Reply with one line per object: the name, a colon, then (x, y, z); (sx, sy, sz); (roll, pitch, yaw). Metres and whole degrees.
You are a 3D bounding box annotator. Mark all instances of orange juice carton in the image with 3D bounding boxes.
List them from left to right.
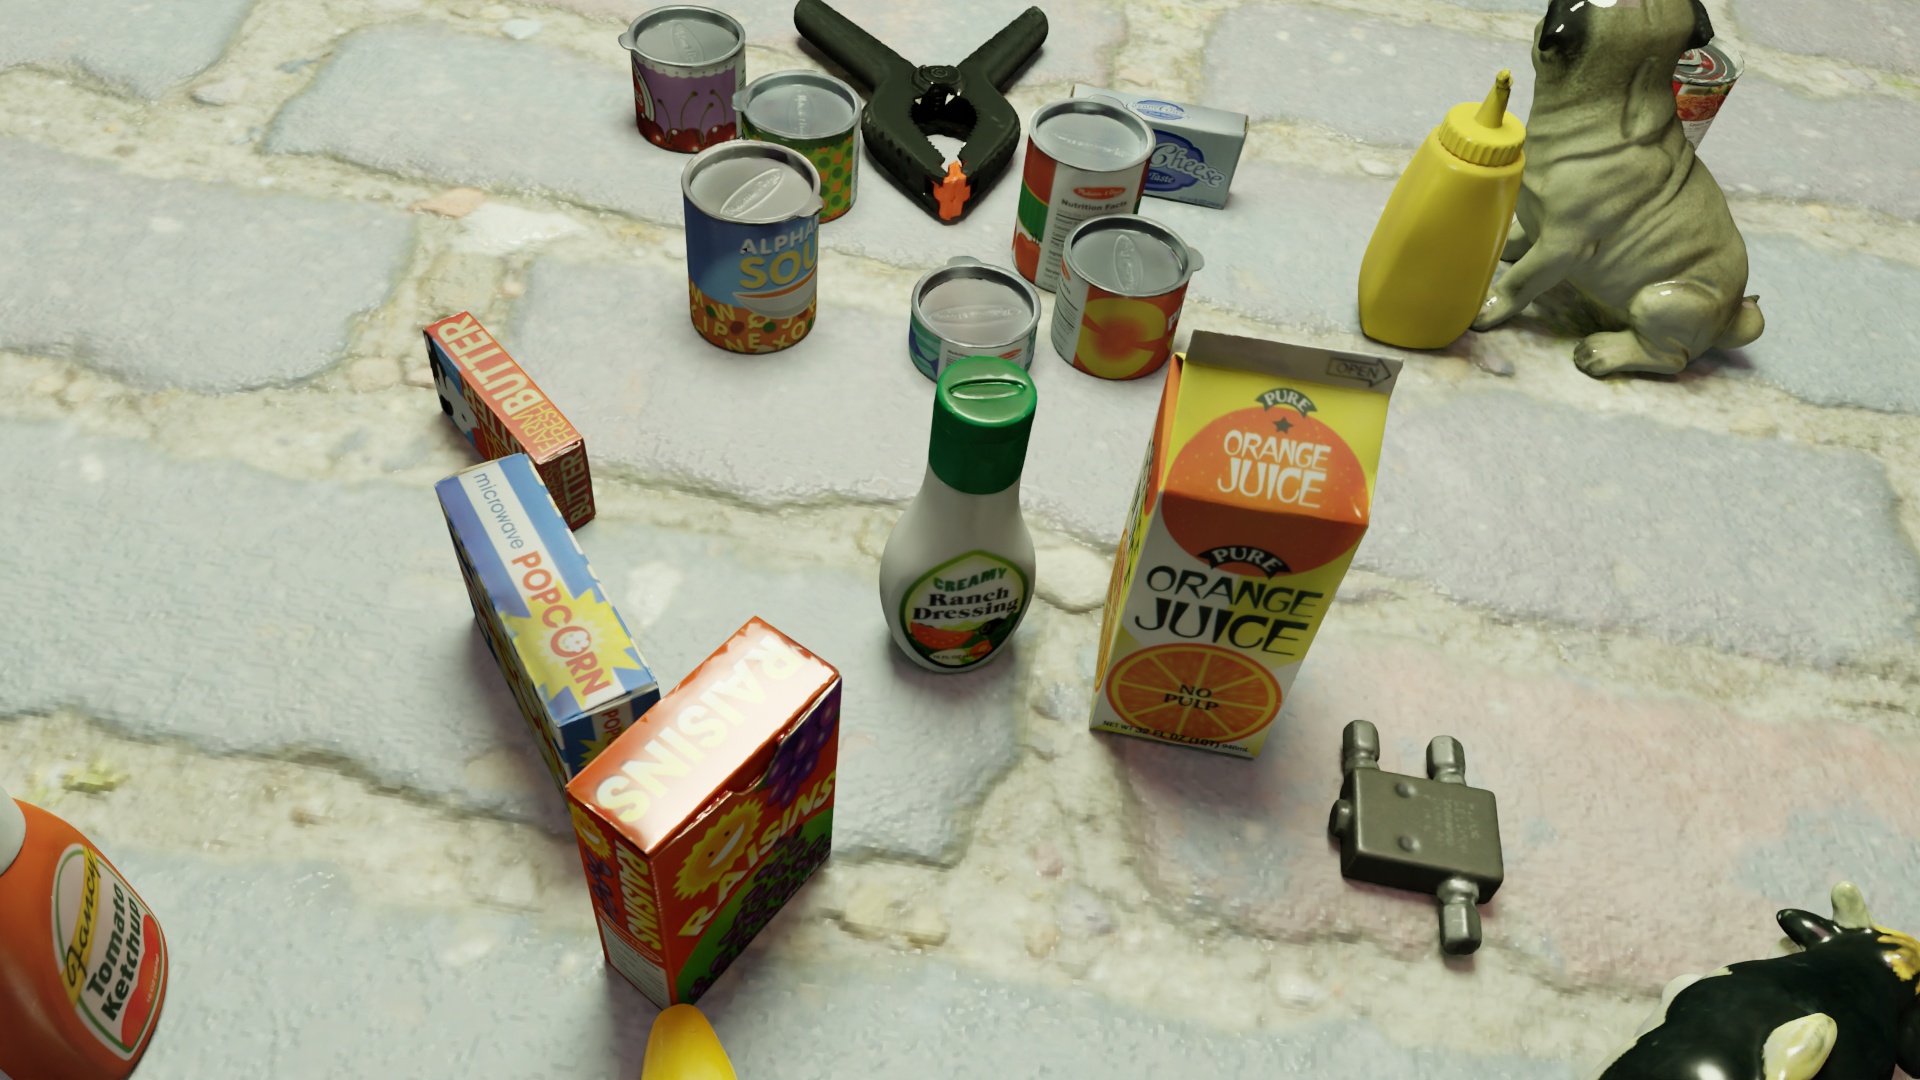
orange juice carton: (0.101, -0.003, 0.524); (0.072, 0.191, 0.073); (10, 49, 2)

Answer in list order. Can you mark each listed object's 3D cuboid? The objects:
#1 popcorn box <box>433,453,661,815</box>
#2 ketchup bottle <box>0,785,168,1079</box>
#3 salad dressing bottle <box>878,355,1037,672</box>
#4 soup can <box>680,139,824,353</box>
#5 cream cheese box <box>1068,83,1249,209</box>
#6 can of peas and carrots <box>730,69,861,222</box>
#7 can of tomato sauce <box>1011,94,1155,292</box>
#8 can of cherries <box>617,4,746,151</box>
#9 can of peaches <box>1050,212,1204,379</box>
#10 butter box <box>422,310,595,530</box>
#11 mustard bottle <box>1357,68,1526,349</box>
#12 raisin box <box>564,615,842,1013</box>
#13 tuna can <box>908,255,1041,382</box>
popcorn box: (-0.153, 0.039, 0.526); (0.038, 0.084, 0.127); (-23, 56, -24)
ketchup bottle: (-0.282, 0.108, 0.409); (0.043, 0.148, 0.065); (-4, 50, -11)
salad dressing bottle: (0.002, -0.007, 0.545); (0.064, 0.146, 0.044); (-4, 50, -11)
soup can: (-0.101, -0.144, 0.692); (0.071, 0.083, 0.072); (4, 49, -4)
cream cheese box: (0.111, -0.230, 0.812); (0.104, 0.053, 0.024); (11, 49, 3)
can of peas and carrots: (-0.091, -0.219, 0.773); (0.071, 0.058, 0.071); (4, 49, -4)
can of tomato sauce: (0.064, -0.186, 0.749); (0.071, 0.082, 0.071); (4, 49, -4)
can of cherries: (-0.160, -0.268, 0.808); (0.071, 0.058, 0.072); (4, 49, -4)
can of peaches: (0.084, -0.125, 0.716); (0.071, 0.057, 0.071); (4, 49, -4)
butter box: (-0.201, -0.052, 0.620); (0.024, 0.052, 0.104); (-31, 59, -29)
mustard bottle: (0.252, -0.170, 0.708); (0.065, 0.159, 0.049); (10, 49, 1)
raisin box: (-0.082, 0.095, 0.463); (0.040, 0.122, 0.086); (33, 53, 20)
tuna can: (0.006, -0.111, 0.710); (0.071, 0.032, 0.071); (4, 49, -4)
